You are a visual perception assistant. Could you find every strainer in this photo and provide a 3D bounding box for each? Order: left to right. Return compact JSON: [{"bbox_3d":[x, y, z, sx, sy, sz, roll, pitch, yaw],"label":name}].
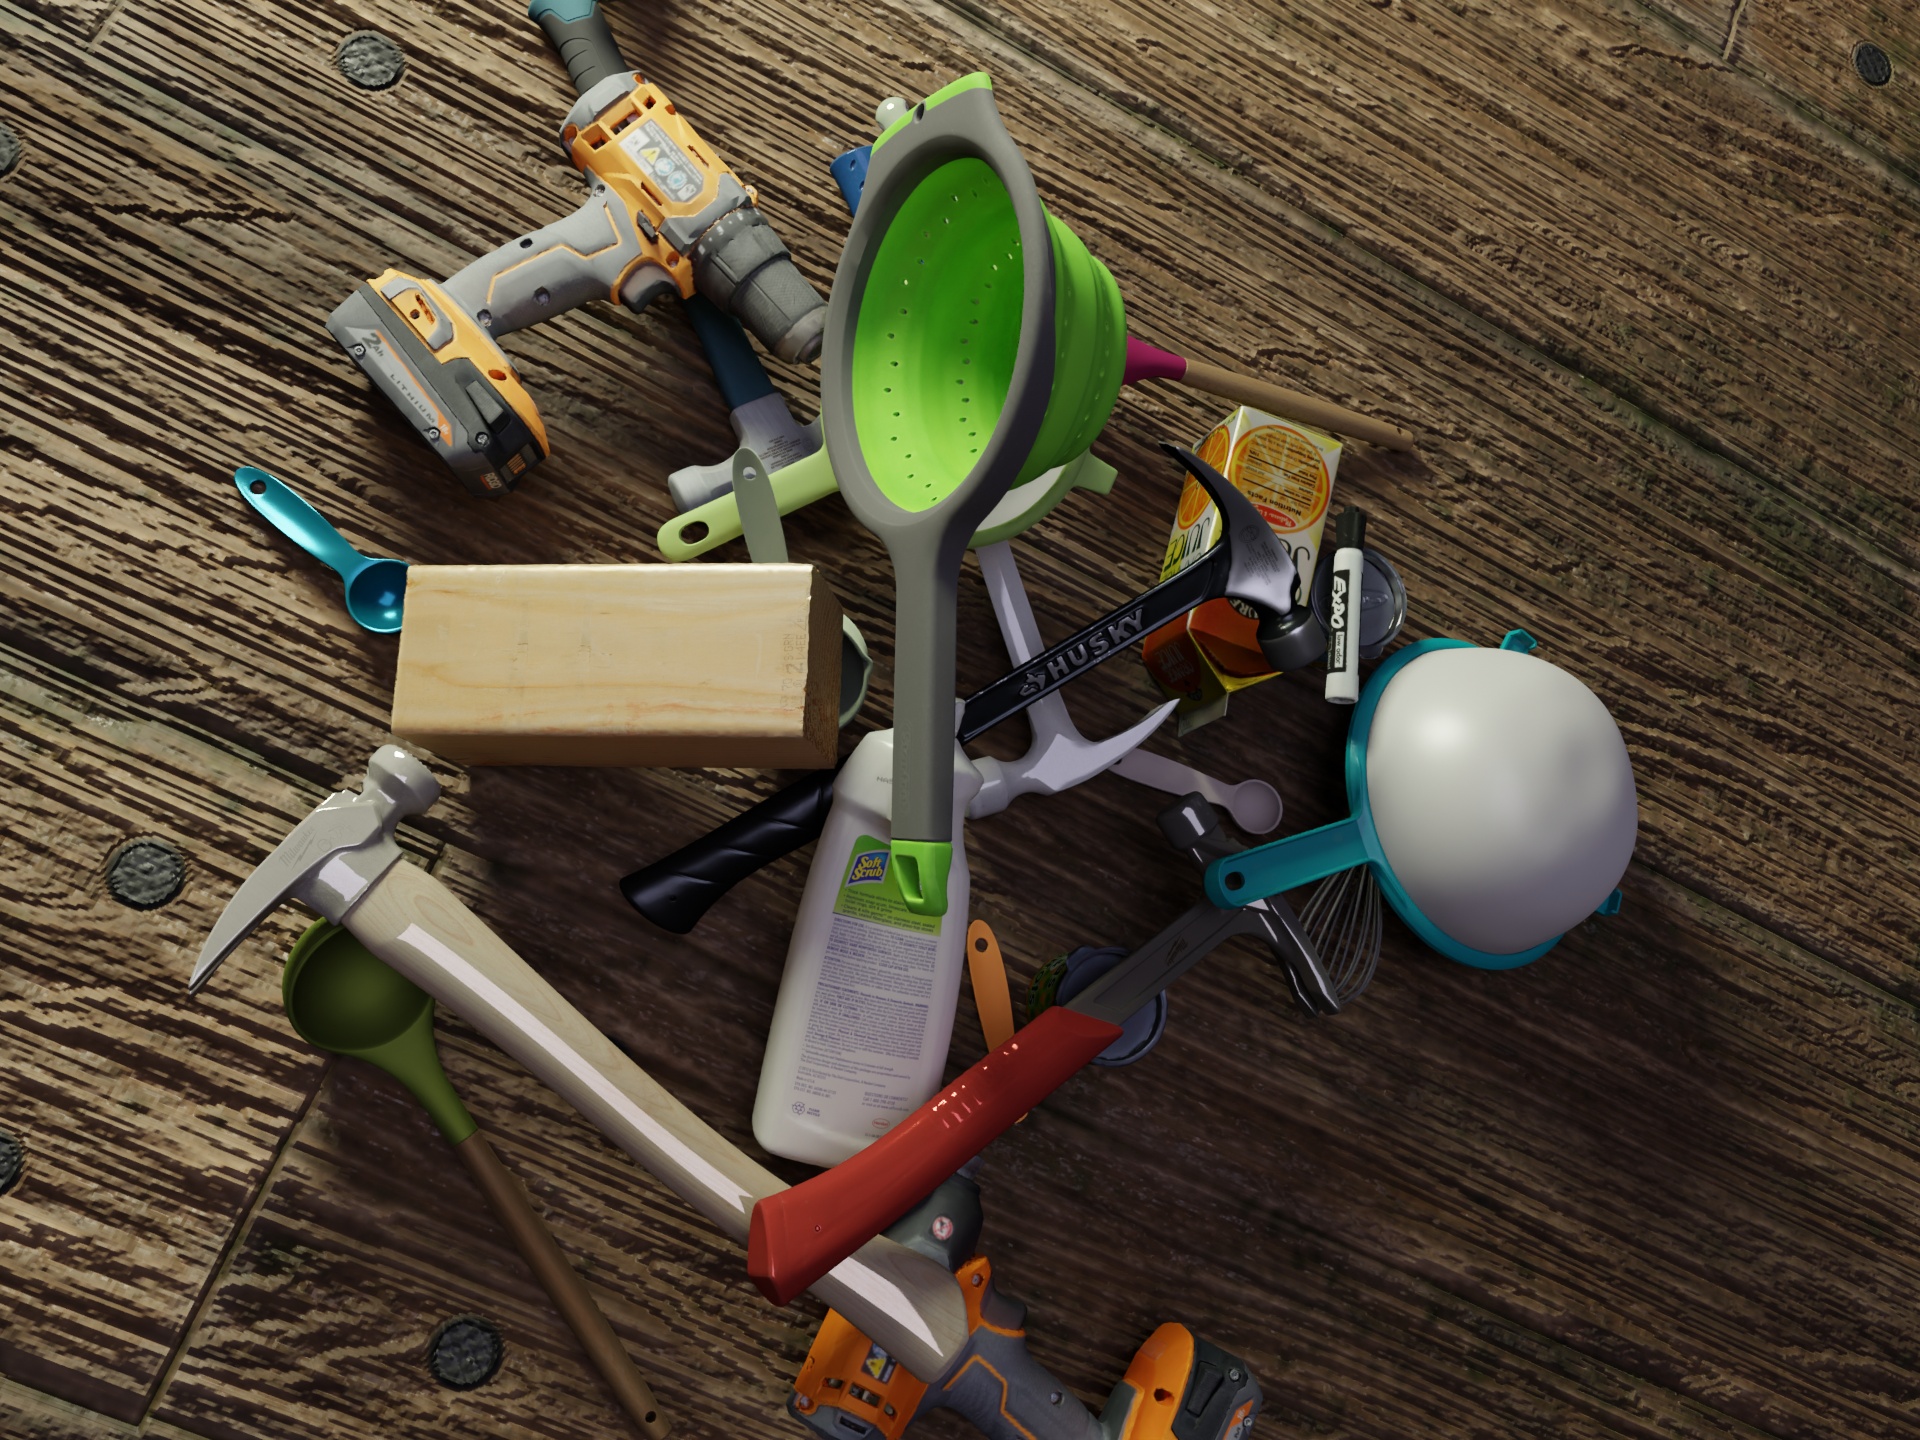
[{"bbox_3d":[-0.050,-0.151,0.900,0.256,0.069,0.151,-24,97,3],"label":"strainer"},{"bbox_3d":[0.290,0.052,0.927,0.340,0.095,0.211,-12,83,-35],"label":"strainer"}]

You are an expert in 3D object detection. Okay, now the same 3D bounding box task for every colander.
[{"bbox_3d":[0.015,-0.104,0.789,0.094,0.204,0.397,3,87,-33],"label":"colander"}]

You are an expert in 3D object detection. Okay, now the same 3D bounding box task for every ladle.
[{"bbox_3d":[-0.235,0.234,0.806,0.078,0.062,0.320,-34,93,-25],"label":"ladle"}]

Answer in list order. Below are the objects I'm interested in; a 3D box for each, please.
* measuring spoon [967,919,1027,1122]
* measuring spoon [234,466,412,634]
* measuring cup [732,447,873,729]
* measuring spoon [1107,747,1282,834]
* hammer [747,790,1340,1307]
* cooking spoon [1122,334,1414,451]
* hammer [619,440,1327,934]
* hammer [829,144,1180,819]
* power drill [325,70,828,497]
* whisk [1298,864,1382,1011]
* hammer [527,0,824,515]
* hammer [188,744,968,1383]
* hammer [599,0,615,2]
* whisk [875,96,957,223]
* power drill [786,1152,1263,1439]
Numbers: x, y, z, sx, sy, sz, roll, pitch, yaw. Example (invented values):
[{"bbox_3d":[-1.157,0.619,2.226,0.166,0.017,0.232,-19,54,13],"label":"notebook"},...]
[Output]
[{"bbox_3d":[0.020,0.173,0.917,0.021,0.011,0.117,-7,79,-18],"label":"measuring spoon"},{"bbox_3d":[-0.340,-0.092,0.858,0.128,0.021,0.042,40,71,3],"label":"measuring spoon"},{"bbox_3d":[-0.097,-0.072,0.876,0.083,0.038,0.167,-10,110,5],"label":"measuring cup"},{"bbox_3d":[0.137,0.040,0.975,0.124,0.018,0.034,19,70,-5],"label":"measuring spoon"},{"bbox_3d":[0.045,0.184,0.825,0.359,0.036,0.149,-33,89,-29],"label":"hammer"},{"bbox_3d":[0.158,-0.213,0.992,0.318,0.017,0.069,11,57,-26],"label":"cooking spoon"},{"bbox_3d":[-0.001,-0.003,0.871,0.409,0.036,0.149,-30,108,-3],"label":"hammer"},{"bbox_3d":[0.008,-0.153,0.956,0.144,0.035,0.405,-17,85,-16],"label":"hammer"},{"bbox_3d":[-0.198,-0.218,0.863,0.226,0.084,0.185,-42,87,-9],"label":"power drill"},{"bbox_3d":[0.252,0.072,0.984,0.055,0.055,0.239,27,69,-10],"label":"whisk"},{"bbox_3d":[-0.170,-0.287,0.931,0.128,0.033,0.331,-24,87,-18],"label":"hammer"},{"bbox_3d":[-0.168,0.194,0.772,0.410,0.038,0.146,40,61,-5],"label":"hammer"},{"bbox_3d":[-0.341,-0.518,0.913,0.334,0.035,0.146,13,62,-10],"label":"hammer"},{"bbox_3d":[0.017,-0.281,0.980,0.059,0.058,0.246,-32,85,11],"label":"whisk"},{"bbox_3d":[0.041,0.341,0.855,0.226,0.084,0.164,28,74,-6],"label":"power drill"}]
